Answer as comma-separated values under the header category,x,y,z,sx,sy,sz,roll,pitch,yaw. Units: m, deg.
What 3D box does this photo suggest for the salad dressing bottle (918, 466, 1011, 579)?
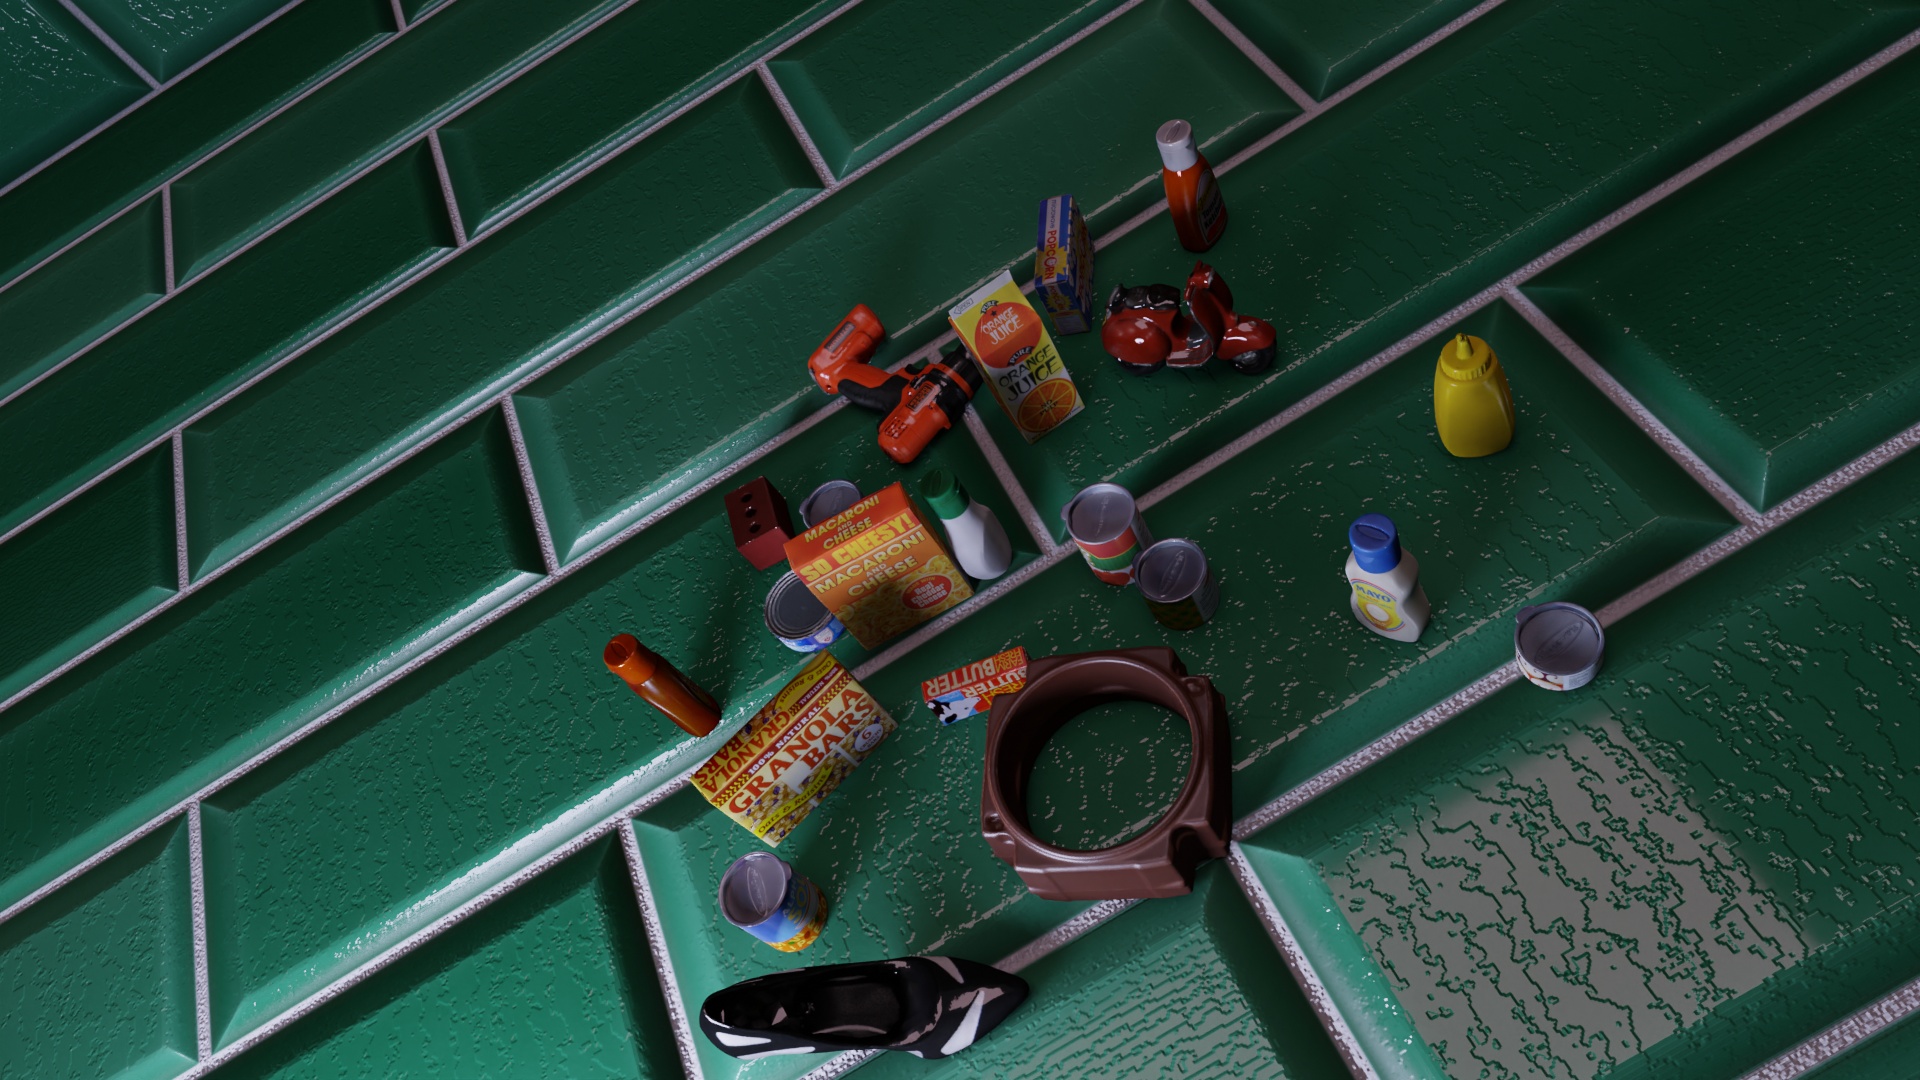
category,x,y,z,sx,sy,sz,roll,pitch,yaw
salad dressing bottle,0.005,-0.017,1.320,0.044,0.147,0.064,-4,58,23

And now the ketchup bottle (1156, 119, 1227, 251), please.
category,x,y,z,sx,sy,sz,roll,pitch,yaw
ketchup bottle,0.238,-0.371,1.443,0.043,0.148,0.065,19,69,33

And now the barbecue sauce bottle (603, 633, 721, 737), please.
category,x,y,z,sx,sy,sz,roll,pitch,yaw
barbecue sauce bottle,-0.292,0.139,1.352,0.044,0.148,0.065,-47,53,-9

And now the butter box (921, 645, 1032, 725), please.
category,x,y,z,sx,sy,sz,roll,pitch,yaw
butter box,0.021,0.133,1.275,0.103,0.053,0.024,-21,53,11

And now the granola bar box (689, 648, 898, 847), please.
category,x,y,z,sx,sy,sz,roll,pitch,yaw
granola bar box,-0.148,0.192,1.268,0.166,0.123,0.039,-44,52,-7

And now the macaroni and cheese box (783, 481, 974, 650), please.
category,x,y,z,sx,sy,sz,roll,pitch,yaw
macaroni and cheese box,-0.075,0.027,1.316,0.123,0.166,0.040,-29,52,5

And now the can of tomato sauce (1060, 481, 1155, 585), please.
category,x,y,z,sx,sy,sz,roll,pitch,yaw
can of tomato sauce,0.139,-0.005,1.292,0.071,0.083,0.071,-12,56,18

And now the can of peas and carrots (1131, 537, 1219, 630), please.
category,x,y,z,sx,sy,sz,roll,pitch,yaw
can of peas and carrots,0.194,0.039,1.255,0.071,0.058,0.071,-12,56,18

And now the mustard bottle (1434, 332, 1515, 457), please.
category,x,y,z,sx,sy,sz,roll,pitch,yaw
mustard bottle,0.438,-0.131,1.191,0.065,0.159,0.049,-9,56,19

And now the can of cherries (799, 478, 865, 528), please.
category,x,y,z,sx,sy,sz,roll,pitch,yaw
can of cherries,-0.123,-0.021,1.437,0.071,0.058,0.072,-12,56,18

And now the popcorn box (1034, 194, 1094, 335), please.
category,x,y,z,sx,sy,sz,roll,pitch,yaw
popcorn box,0.113,-0.296,1.491,0.038,0.085,0.127,-7,57,20

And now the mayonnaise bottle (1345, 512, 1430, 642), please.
category,x,y,z,sx,sy,sz,roll,pitch,yaw
mayonnaise bottle,0.346,0.030,1.136,0.065,0.147,0.041,24,72,34

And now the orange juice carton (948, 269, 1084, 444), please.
category,x,y,z,sx,sy,sz,roll,pitch,yaw
orange juice carton,0.051,-0.188,1.381,0.072,0.192,0.073,-35,52,1

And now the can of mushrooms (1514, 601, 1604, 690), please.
category,x,y,z,sx,sy,sz,roll,pitch,yaw
can of mushrooms,0.478,0.083,1.114,0.071,0.033,0.071,-12,55,17

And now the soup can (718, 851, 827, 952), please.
category,x,y,z,sx,sy,sz,roll,pitch,yaw
soup can,-0.161,0.317,1.219,0.071,0.083,0.072,-12,56,18
